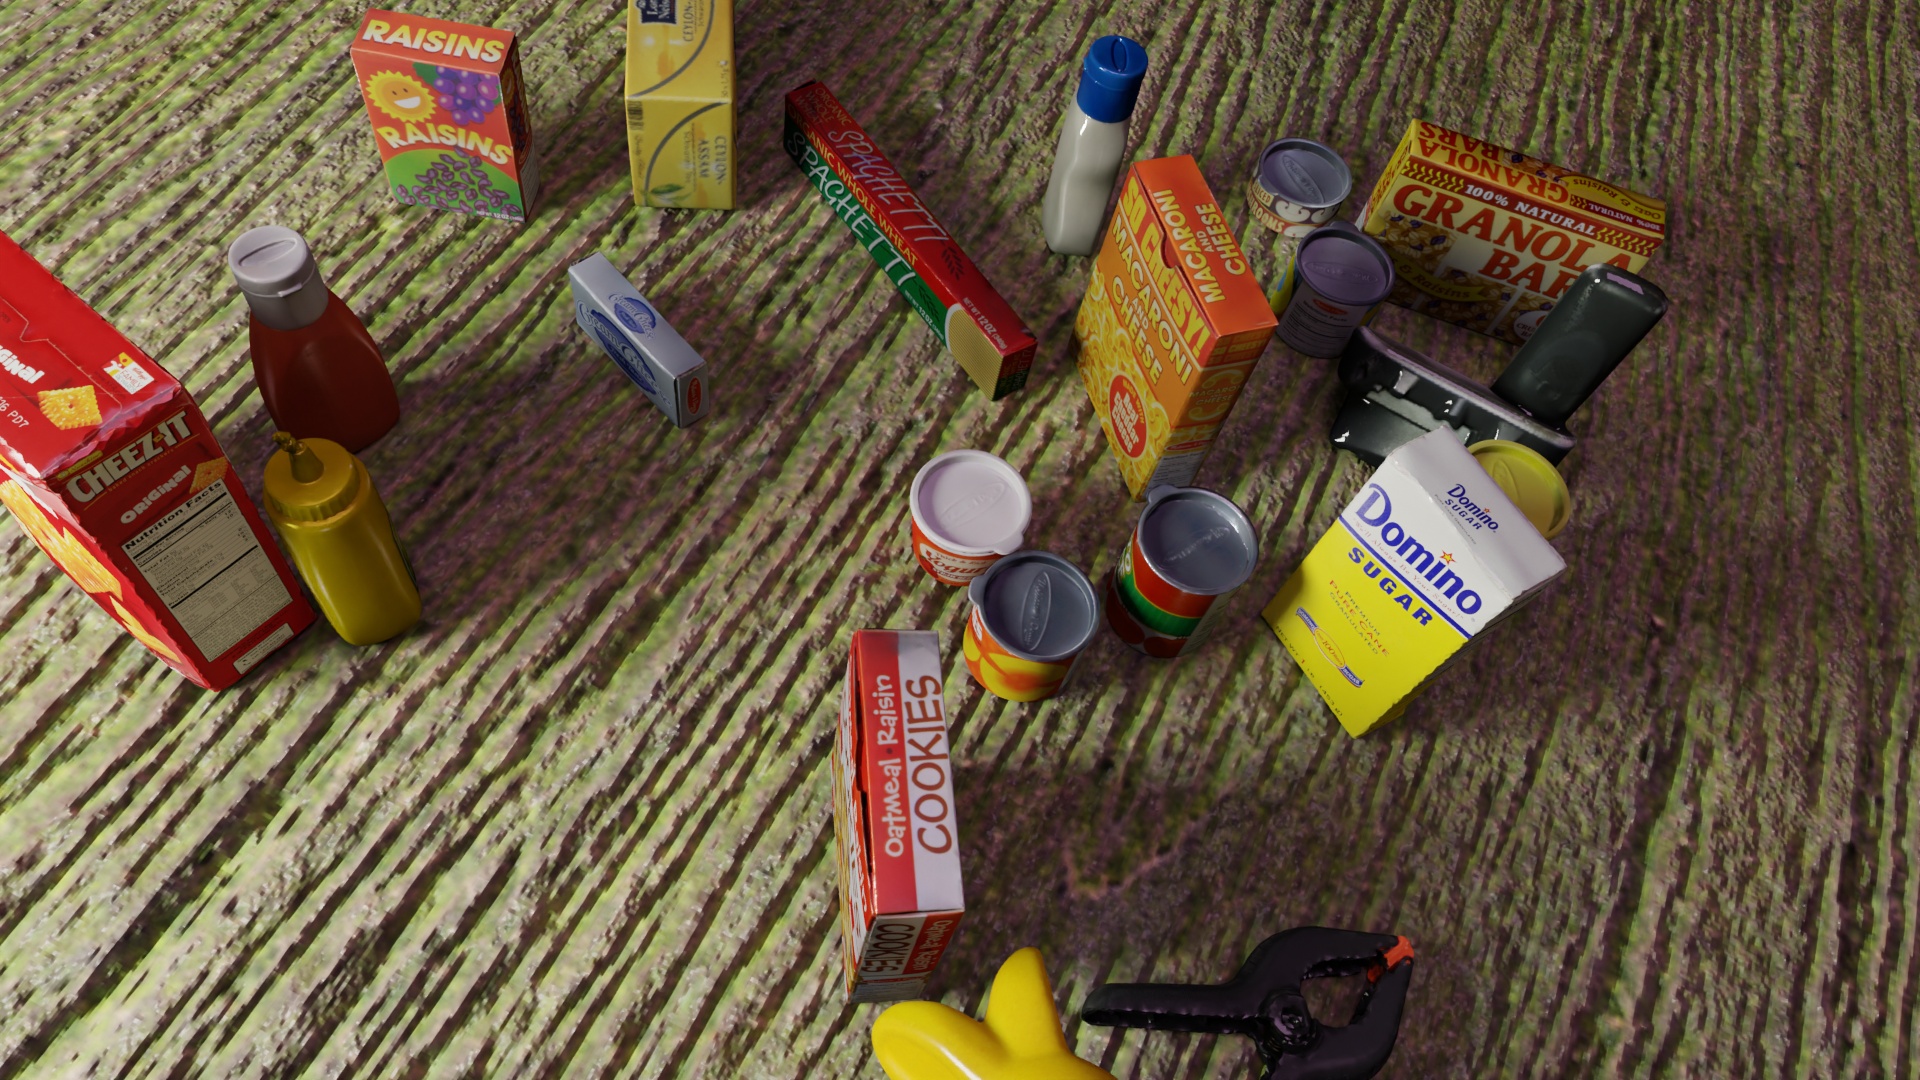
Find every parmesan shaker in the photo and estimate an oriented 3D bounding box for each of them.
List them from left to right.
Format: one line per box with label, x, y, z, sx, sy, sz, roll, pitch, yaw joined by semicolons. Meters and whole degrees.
parmesan shaker;0.291;-0.003;0.799;0.071;0.102;0.071;4;60;-7

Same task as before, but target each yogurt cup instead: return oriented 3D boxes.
yogurt cup;0.003;-0.010;0.785;0.072;0.053;0.073;4;60;-7

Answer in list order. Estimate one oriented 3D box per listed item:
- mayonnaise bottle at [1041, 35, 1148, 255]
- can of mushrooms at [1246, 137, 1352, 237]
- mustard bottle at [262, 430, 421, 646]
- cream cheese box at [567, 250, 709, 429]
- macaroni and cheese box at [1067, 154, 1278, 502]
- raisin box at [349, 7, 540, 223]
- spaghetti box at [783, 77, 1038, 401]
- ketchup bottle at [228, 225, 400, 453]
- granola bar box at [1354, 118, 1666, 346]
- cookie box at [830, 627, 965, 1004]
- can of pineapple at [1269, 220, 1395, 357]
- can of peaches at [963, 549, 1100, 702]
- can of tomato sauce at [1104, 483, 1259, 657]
mayonnaise bottle;0.084;-0.250;0.881;0.041;0.147;0.065;5;60;-7
can of mushrooms;0.234;-0.246;0.970;0.071;0.033;0.071;4;60;-7
mustard bottle;-0.301;-0.006;0.671;0.049;0.159;0.065;-27;68;-22
cream cheese box;-0.189;-0.117;0.815;0.024;0.053;0.104;-37;72;-25
macaroni and cheese box;0.115;-0.117;0.799;0.040;0.165;0.124;-12;63;-15
raisin box;-0.305;-0.253;0.834;0.086;0.122;0.040;9;60;-4
spaghetti box;-0.038;-0.195;0.887;0.029;0.050;0.250;-29;69;-23
ketchup bottle;-0.340;-0.101;0.726;0.065;0.148;0.043;-33;70;-24
granola bar box;0.347;-0.193;0.905;0.166;0.123;0.039;19;60;2
cookie box;-0.034;0.130;0.632;0.040;0.166;0.123;-1;61;-10
can of pineapple;0.243;-0.163;0.910;0.071;0.057;0.071;4;60;-7
can of peaches;0.035;0.047;0.755;0.071;0.057;0.071;4;60;-7
can of tomato sauce;0.119;0.018;0.771;0.071;0.082;0.071;4;60;-7
